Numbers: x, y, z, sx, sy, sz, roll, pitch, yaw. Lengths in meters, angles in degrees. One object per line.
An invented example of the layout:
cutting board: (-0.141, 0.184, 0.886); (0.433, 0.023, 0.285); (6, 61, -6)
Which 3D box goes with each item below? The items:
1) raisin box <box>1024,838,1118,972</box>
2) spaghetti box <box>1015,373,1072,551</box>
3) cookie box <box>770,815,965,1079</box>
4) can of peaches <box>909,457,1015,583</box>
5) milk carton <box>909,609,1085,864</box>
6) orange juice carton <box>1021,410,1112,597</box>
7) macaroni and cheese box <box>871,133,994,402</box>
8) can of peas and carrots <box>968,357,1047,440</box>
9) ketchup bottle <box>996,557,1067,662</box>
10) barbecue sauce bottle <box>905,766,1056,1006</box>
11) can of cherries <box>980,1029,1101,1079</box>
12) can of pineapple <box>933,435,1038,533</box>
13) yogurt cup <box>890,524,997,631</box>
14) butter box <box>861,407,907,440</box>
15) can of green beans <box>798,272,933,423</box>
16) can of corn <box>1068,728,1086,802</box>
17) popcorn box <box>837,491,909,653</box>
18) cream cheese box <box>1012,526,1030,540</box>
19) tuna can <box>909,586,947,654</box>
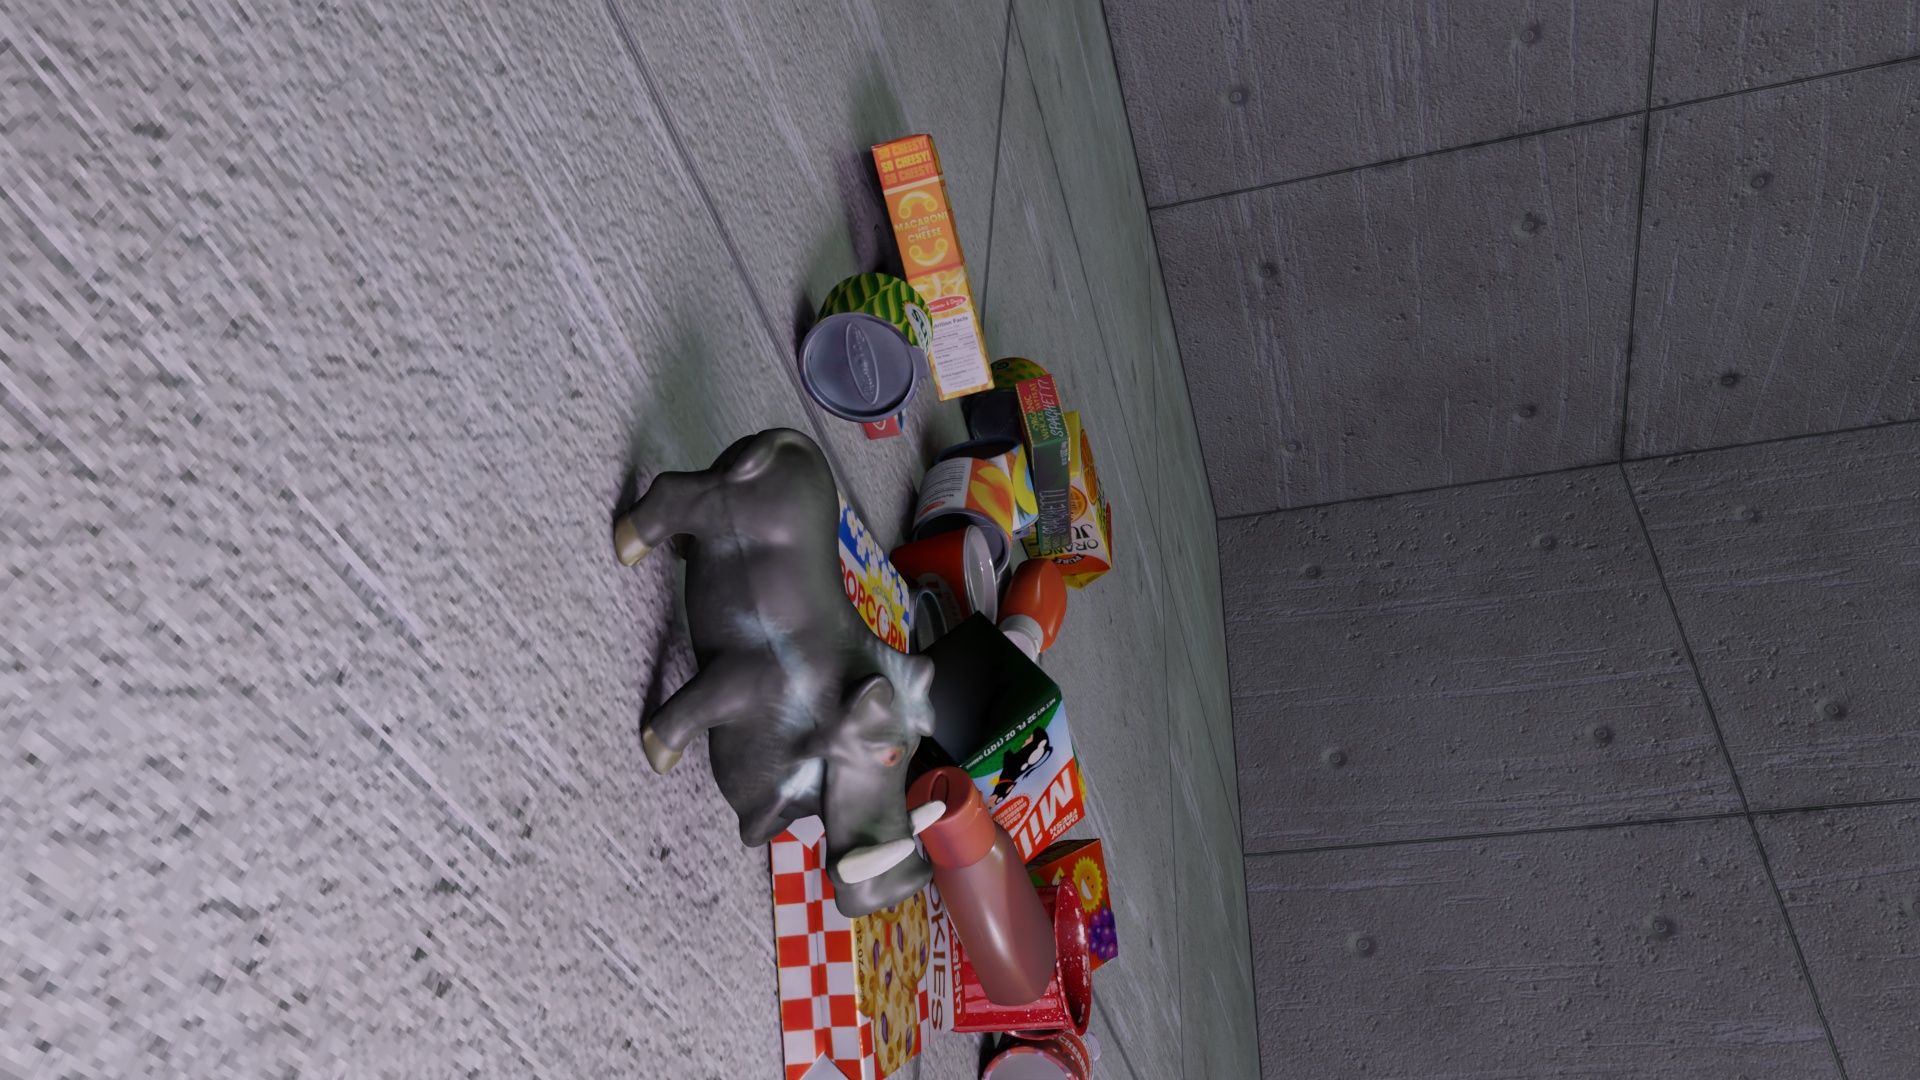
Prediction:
raisin box: (0.058, 0.259, 0.947); (0.123, 0.040, 0.086); (-5, 84, -55)
spaghetti box: (0.066, -0.051, 1.055); (0.249, 0.029, 0.050); (75, 1, -72)
cookie box: (-0.041, 0.191, 0.687); (0.167, 0.040, 0.123); (29, 54, -73)
can of peaches: (0.003, -0.012, 0.920); (0.058, 0.071, 0.071); (-82, 159, -49)
milk carton: (0.019, 0.134, 0.809); (0.073, 0.072, 0.189); (42, -20, 34)
orange juice carton: (0.093, -0.027, 1.265); (0.192, 0.073, 0.072); (64, 22, -51)
macaroni and cheese box: (-0.017, -0.187, 0.934); (0.124, 0.040, 0.166); (-93, 168, -75)
can of peas and carrots: (0.040, -0.108, 1.126); (0.059, 0.071, 0.070); (-79, 156, -54)
ketchup bottle: (0.055, 0.064, 1.124); (0.149, 0.043, 0.064); (-54, 133, -70)
barbecue sauce bottle: (0.012, 0.178, 0.725); (0.065, 0.043, 0.148); (-83, 158, -49)
can of cherries: (0.052, 0.345, 0.898); (0.058, 0.071, 0.071); (-15, 97, -75)
can of pineapple: (0.018, -0.039, 0.996); (0.071, 0.071, 0.057); (-63, 142, -66)
yogurt cup: (-0.011, 0.027, 0.869); (0.072, 0.054, 0.072); (-10, 91, -76)
butter box: (-0.048, -0.114, 0.868); (0.104, 0.024, 0.053); (-80, 158, -50)
can of green beans: (-0.051, -0.107, 0.768); (0.058, 0.071, 0.071); (-77, 154, -56)
can of corn: (0.053, 0.171, 1.015); (0.071, 0.071, 0.058); (-80, 157, -51)
popcorn box: (-0.062, 0.037, 0.697); (0.126, 0.038, 0.085); (58, 28, -58)
cream cheese box: (0.032, -0.025, 1.126); (0.104, 0.024, 0.053); (-15, 95, -76)
tuna can: (-0.030, 0.062, 0.817); (0.071, 0.033, 0.071); (-10, 91, -76)
